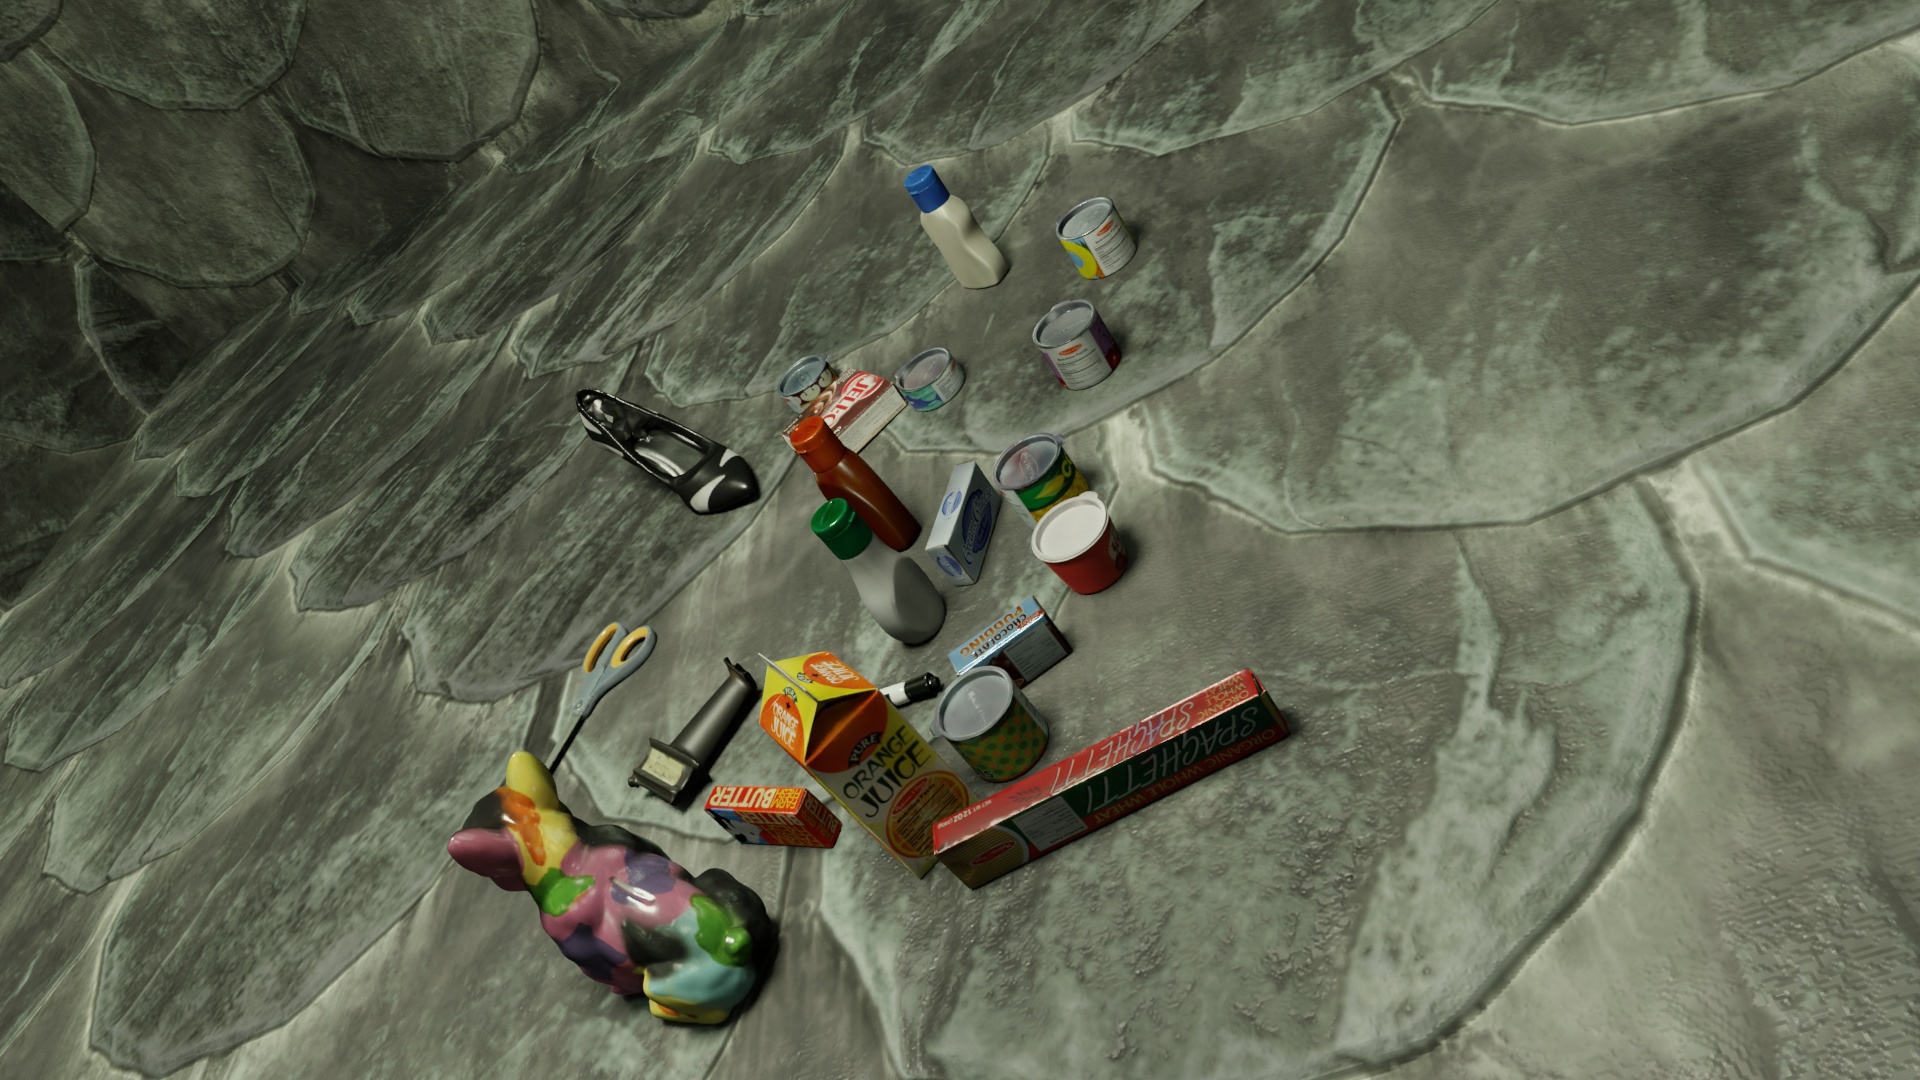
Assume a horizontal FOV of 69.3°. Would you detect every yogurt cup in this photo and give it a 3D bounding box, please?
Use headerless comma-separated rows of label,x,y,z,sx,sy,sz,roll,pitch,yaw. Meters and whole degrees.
yogurt cup,0.098,0.006,1.113,0.072,0.053,0.073,-24,37,19

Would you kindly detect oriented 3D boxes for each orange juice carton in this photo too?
orange juice carton,-0.071,0.148,0.979,0.073,0.192,0.072,-46,35,-12

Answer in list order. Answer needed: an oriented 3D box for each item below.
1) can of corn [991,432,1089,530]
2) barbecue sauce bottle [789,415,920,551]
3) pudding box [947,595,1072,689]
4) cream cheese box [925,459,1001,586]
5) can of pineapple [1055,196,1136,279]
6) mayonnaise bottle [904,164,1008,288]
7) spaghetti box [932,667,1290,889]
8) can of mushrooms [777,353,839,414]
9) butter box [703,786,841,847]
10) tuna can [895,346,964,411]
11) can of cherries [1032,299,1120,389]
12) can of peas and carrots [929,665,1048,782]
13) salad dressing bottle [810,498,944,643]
can of corn,0.072,-0.051,1.198,0.071,0.058,0.071,-24,37,19
barbecue sauce bottle,-0.100,-0.050,1.269,0.065,0.148,0.044,1,51,42
pudding box,0.038,0.088,1.077,0.083,0.049,0.030,-36,35,3
cream cheese box,0.004,-0.015,1.221,0.024,0.053,0.104,-12,42,32
can of pineapple,0.140,-0.313,1.438,0.071,0.057,0.071,-24,37,19
mayonnaise bottle,-0.008,-0.342,1.522,0.065,0.147,0.041,6,54,45
spaghetti box,0.099,0.163,0.938,0.250,0.050,0.029,-29,36,12
can of mushrooms,-0.170,-0.178,1.577,0.071,0.033,0.071,-24,37,19
butter box,-0.147,0.216,1.090,0.103,0.053,0.024,-7,45,37
tuna can,-0.033,-0.167,1.445,0.071,0.032,0.071,-24,37,19
can of cherries,0.111,-0.187,1.319,0.071,0.058,0.072,-24,37,19
can of peas and carrots,0.021,0.138,1.027,0.071,0.058,0.071,-24,37,19
salad dressing bottle,-0.069,0.025,1.157,0.044,0.147,0.064,-12,43,33
